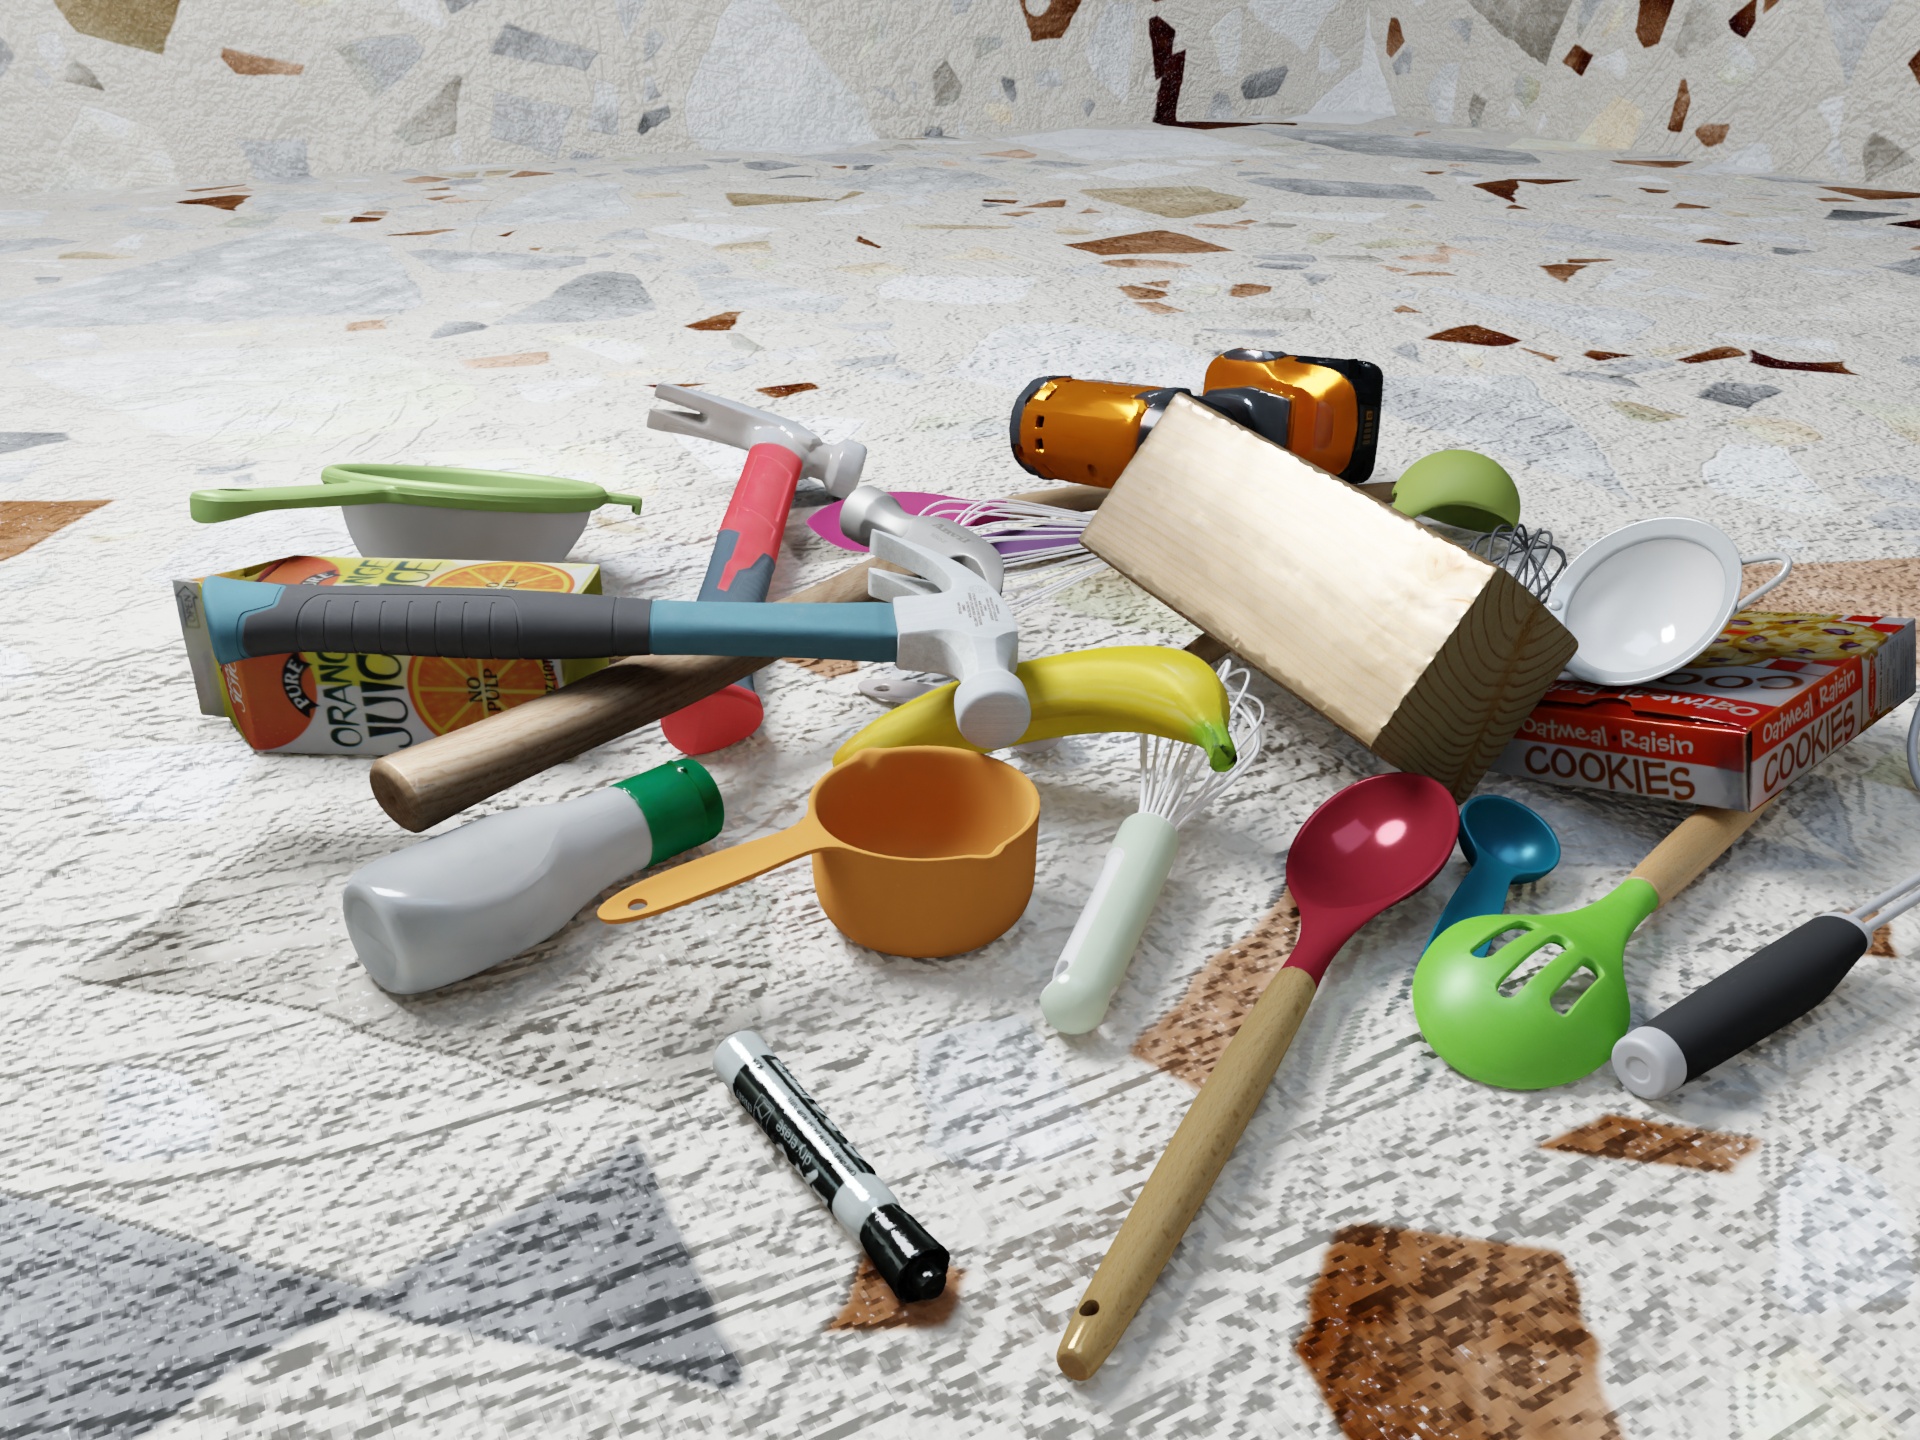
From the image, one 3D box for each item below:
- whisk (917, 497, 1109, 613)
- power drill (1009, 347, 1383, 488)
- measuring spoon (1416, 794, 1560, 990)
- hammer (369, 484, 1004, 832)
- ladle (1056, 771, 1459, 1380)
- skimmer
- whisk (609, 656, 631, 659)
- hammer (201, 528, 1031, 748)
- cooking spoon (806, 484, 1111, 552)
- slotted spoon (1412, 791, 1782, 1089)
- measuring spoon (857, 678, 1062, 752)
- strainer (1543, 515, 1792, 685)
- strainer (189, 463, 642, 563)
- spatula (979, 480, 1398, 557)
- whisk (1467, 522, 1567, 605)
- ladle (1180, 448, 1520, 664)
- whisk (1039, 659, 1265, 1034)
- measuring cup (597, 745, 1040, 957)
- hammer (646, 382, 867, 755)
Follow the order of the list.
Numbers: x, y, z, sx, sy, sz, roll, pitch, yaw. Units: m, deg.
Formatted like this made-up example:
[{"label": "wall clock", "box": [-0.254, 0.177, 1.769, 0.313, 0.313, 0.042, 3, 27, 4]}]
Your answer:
[{"label": "whisk", "box": [0.092, -0.106, 0.922, 0.284, 0.070, 0.070, -11, 29, -31]}, {"label": "power drill", "box": [0.163, -0.176, 0.965, 0.226, 0.084, 0.164, -15, 24, -42]}, {"label": "measuring spoon", "box": [0.197, 0.074, 0.614, 0.042, 0.021, 0.129, 31, 45, 14]}, {"label": "hammer", "box": [-0.104, -0.029, 0.707, 0.130, 0.031, 0.331, 29, 40, 31]}, {"label": "ladle", "box": [0.106, 0.103, 0.538, 0.069, 0.031, 0.315, -9, 20, 36]}, {"label": "skimmer", "box": [0.361, 0.034, 0.610, 0.363, 0.090, 0.127, -20, 1, -29]}, {"label": "whisk", "box": [-0.277, -0.048, 0.814, 0.245, 0.047, 0.051, 3, 26, -2]}, {"label": "hammer", "box": [-0.141, -0.038, 0.657, 0.331, 0.033, 0.128, 1, 34, -7]}, {"label": "cooking spoon", "box": [0.046, -0.132, 0.980, 0.319, 0.017, 0.069, -14, 38, -36]}, {"label": "slotted spoon", "box": [0.277, 0.058, 0.629, 0.070, 0.031, 0.313, 35, 40, 31]}, {"label": "measuring spoon", "box": [-0.001, -0.002, 0.764, 0.124, 0.018, 0.034, 13, 29, 37]}, {"label": "strainer", "box": [0.248, -0.043, 0.737, 0.258, 0.050, 0.087, -5, 56, 38]}, {"label": "strainer", "box": [-0.294, -0.094, 0.833, 0.151, 0.069, 0.256, 10, 13, 21]}, {"label": "spatula", "box": [0.147, -0.128, 1.002, 0.316, 0.018, 0.060, -10, 22, -17]}, {"label": "whisk", "box": [0.268, -0.044, 0.812, 0.055, 0.055, 0.239, 12, 34, 22]}, {"label": "ladle", "box": [0.220, -0.083, 0.904, 0.078, 0.062, 0.320, 19, 39, 41]}, {"label": "whisk", "box": [0.078, 0.042, 0.640, 0.059, 0.057, 0.246, 35, 37, 0]}, {"label": "measuring cup", "box": [-0.049, 0.063, 0.590, 0.173, 0.052, 0.095, -18, 32, -28]}, {"label": "hammer", "box": [-0.135, -0.098, 0.885, 0.143, 0.038, 0.387, 17, 28, -9]}]
